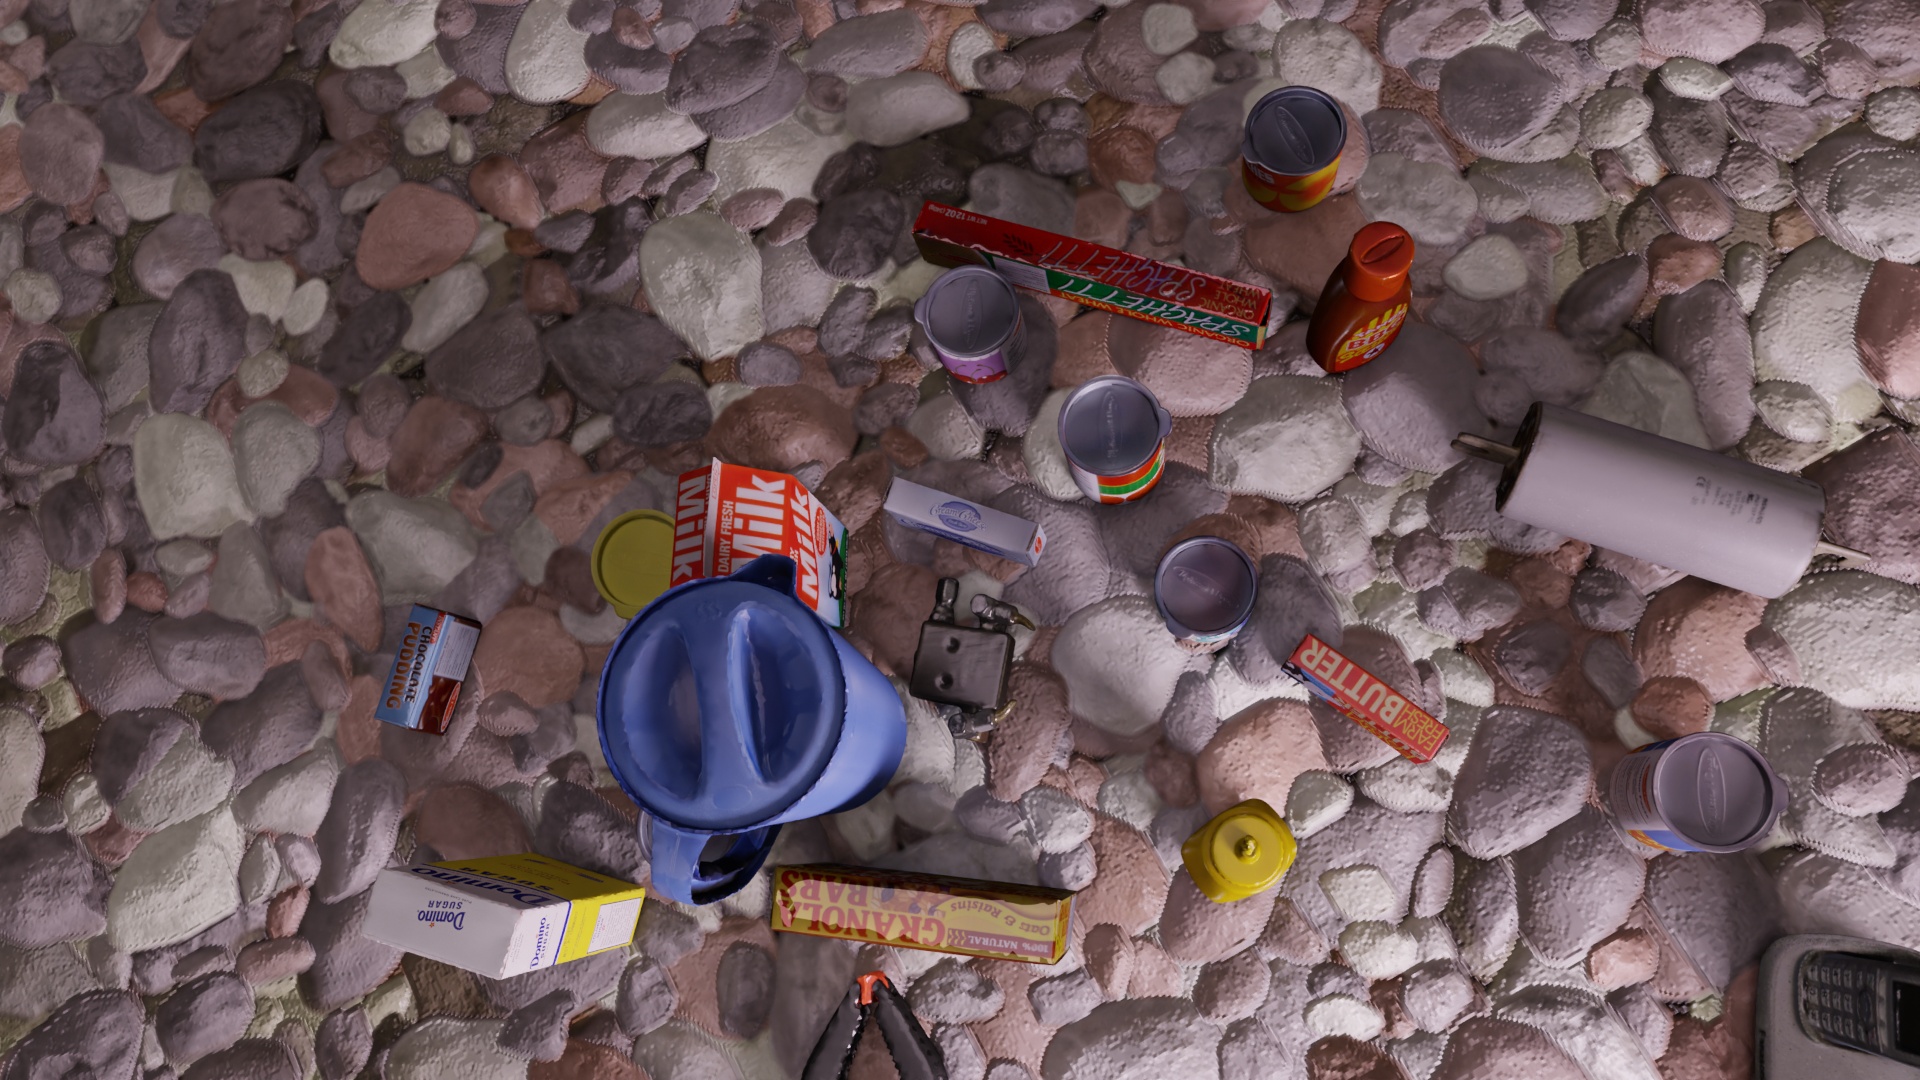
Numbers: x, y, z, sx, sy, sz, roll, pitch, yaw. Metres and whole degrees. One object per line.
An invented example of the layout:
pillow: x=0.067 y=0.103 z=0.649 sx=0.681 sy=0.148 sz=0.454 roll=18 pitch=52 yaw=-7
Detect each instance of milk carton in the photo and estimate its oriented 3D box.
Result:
milk carton: x=-0.127 y=0.006 z=0.868 sx=0.073 sy=0.190 sz=0.072 roll=0 pitch=78 yaw=9

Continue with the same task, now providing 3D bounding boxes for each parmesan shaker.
parmesan shaker: x=-0.193 y=0.025 z=0.919 sx=0.071 sy=0.103 sz=0.071 roll=-2 pitch=78 yaw=9

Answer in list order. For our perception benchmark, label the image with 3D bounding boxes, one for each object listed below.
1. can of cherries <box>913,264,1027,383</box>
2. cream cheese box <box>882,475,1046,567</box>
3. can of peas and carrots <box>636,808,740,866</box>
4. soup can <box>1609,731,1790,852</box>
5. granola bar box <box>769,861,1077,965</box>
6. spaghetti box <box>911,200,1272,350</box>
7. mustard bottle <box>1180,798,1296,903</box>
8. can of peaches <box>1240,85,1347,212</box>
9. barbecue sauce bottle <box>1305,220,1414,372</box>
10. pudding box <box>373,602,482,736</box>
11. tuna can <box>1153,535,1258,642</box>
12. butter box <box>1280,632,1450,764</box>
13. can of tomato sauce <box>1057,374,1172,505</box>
can of cherries: x=0.008 y=-0.147 z=0.950 sx=0.071 sy=0.058 sz=0.071 roll=-2 pitch=77 yaw=8
cream cheese box: x=0.003 y=-0.012 z=0.923 sx=0.104 sy=0.053 sz=0.024 roll=18 pitch=81 yaw=12
can of peas and carrots: x=-0.166 y=0.185 z=0.902 sx=0.071 sy=0.058 sz=0.071 roll=-2 pitch=77 yaw=8
soup can: x=0.426 y=0.147 z=0.806 sx=0.071 sy=0.083 sz=0.071 roll=-2 pitch=77 yaw=9
granola bar box: x=-0.018 y=0.223 z=0.836 sx=0.165 sy=0.124 sz=0.039 roll=4 pitch=79 yaw=10
spaghetti box: x=0.090 y=-0.181 z=0.950 sx=0.250 sy=0.050 sz=0.029 roll=17 pitch=81 yaw=12
mustard bottle: x=0.162 y=0.179 z=0.800 sx=0.065 sy=0.160 sz=0.049 roll=-34 pitch=75 yaw=1
can of peaches: x=0.223 y=-0.264 z=0.944 sx=0.071 sy=0.058 sz=0.071 roll=-2 pitch=77 yaw=8
barbecue sauce bottle: x=0.253 y=-0.152 z=0.867 sx=0.065 sy=0.148 sz=0.044 roll=-30 pitch=75 yaw=2
pudding box: x=-0.367 y=0.090 z=0.959 sx=0.030 sy=0.049 sz=0.084 roll=13 pitch=80 yaw=11
tuna can: x=0.157 y=0.034 z=0.899 sx=0.071 sy=0.033 sz=0.071 roll=-2 pitch=77 yaw=8
butter box: x=0.249 y=0.098 z=0.860 sx=0.103 sy=0.053 sz=0.024 roll=36 pitch=85 yaw=14
can of tomato sauce: x=0.102 y=-0.064 z=0.904 sx=0.071 sy=0.083 sz=0.071 roll=-2 pitch=77 yaw=9
